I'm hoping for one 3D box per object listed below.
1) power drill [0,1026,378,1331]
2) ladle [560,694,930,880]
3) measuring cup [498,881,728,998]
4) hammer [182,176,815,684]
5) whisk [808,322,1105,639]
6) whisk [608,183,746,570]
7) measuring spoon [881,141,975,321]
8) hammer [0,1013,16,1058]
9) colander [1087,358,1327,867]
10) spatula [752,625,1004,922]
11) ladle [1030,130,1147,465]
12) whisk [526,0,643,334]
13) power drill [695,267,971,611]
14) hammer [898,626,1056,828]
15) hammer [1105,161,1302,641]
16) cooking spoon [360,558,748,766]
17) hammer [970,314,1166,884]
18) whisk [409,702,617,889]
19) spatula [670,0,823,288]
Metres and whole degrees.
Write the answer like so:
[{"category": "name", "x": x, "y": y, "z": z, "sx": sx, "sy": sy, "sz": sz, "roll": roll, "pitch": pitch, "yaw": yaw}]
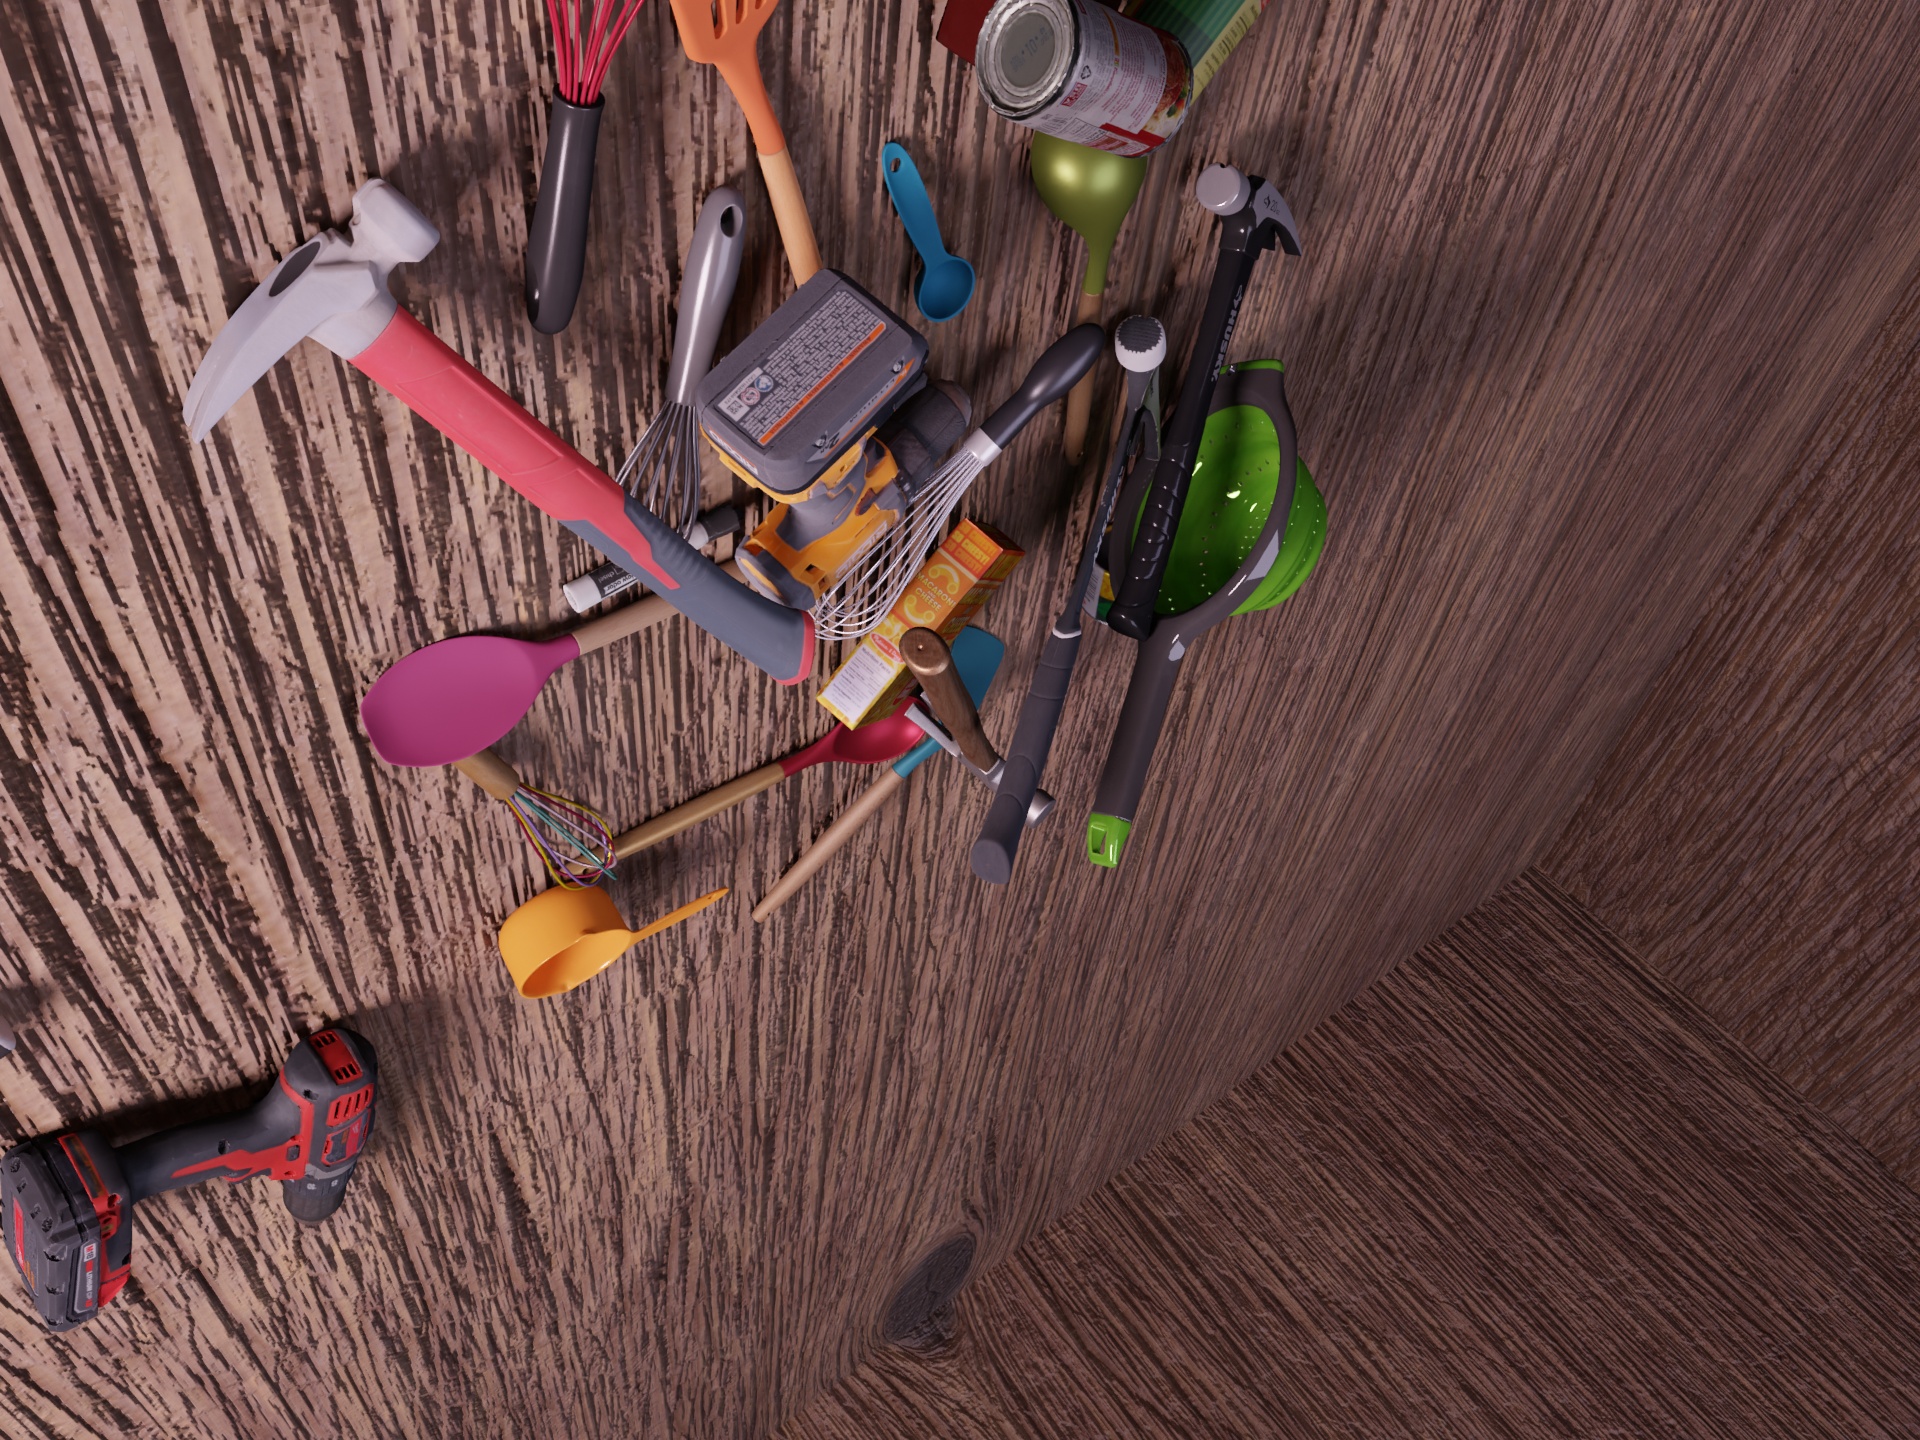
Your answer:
[{"category": "power drill", "x": -0.504, "y": 0.312, "z": 1.066, "sx": 0.226, "sy": 0.080, "sz": 0.187, "roll": -20, "pitch": 144, "yaw": -43}, {"category": "ladle", "x": -0.159, "y": 0.050, "z": 1.213, "sx": 0.315, "sy": 0.031, "sz": 0.069, "roll": -26, "pitch": 136, "yaw": -27}, {"category": "measuring cup", "x": -0.255, "y": 0.141, "z": 1.169, "sx": 0.173, "sy": 0.052, "sz": 0.095, "roll": -24, "pitch": 159, "yaw": -33}, {"category": "hammer", "x": -0.208, "y": -0.105, "z": 0.842, "sx": 0.143, "sy": 0.038, "sz": 0.385, "roll": -45, "pitch": 140, "yaw": 4}, {"category": "whisk", "x": -0.009, "y": -0.161, "z": 1.068, "sx": 0.284, "sy": 0.070, "sz": 0.070, "roll": -45, "pitch": 152, "yaw": 9}, {"category": "whisk", "x": -0.157, "y": -0.182, "z": 0.885, "sx": 0.055, "sy": 0.055, "sz": 0.238, "roll": -14, "pitch": 136, "yaw": -43}, {"category": "measuring spoon", "x": -0.026, "y": -0.291, "z": 0.941, "sx": 0.042, "sy": 0.021, "sz": 0.128, "roll": -39, "pitch": 143, "yaw": -8}, {"category": "hammer", "x": -0.599, "y": 0.129, "z": 0.731, "sx": 0.127, "sy": 0.034, "sz": 0.336, "roll": -38, "pitch": 152, "yaw": -13}, {"category": "colander", "x": 0.189, "y": -0.072, "z": 1.213, "sx": 0.094, "sy": 0.204, "sz": 0.397, "roll": 20, "pitch": 83, "yaw": -30}, {"category": "spatula", "x": -0.074, "y": 0.053, "z": 1.336, "sx": 0.317, "sy": 0.044, "sz": 0.082, "roll": -46, "pitch": 154, "yaw": 13}, {"category": "ladle", "x": 0.079, "y": -0.281, "z": 1.074, "sx": 0.078, "sy": 0.062, "sz": 0.320, "roll": -36, "pitch": 158, "yaw": -18}, {"category": "whisk", "x": -0.166, "y": -0.295, "z": 0.703, "sx": 0.073, "sy": 0.073, "sz": 0.295, "roll": -21, "pitch": 150, "yaw": -36}, {"category": "power drill", "x": -0.063, "y": -0.171, "z": 0.943, "sx": 0.185, "sy": 0.084, "sz": 0.226, "roll": -46, "pitch": 168, "yaw": -12}, {"category": "hammer", "x": -0.002, "y": -0.004, "z": 1.135, "sx": 0.031, "sy": 0.130, "sz": 0.331, "roll": -48, "pitch": 164, "yaw": -6}, {"category": "hammer", "x": 0.168, "y": -0.218, "z": 1.151, "sx": 0.146, "sy": 0.035, "sz": 0.334, "roll": -7, "pitch": 115, "yaw": -60}, {"category": "cooking spoon", "x": -0.217, "y": -0.057, "z": 0.985, "sx": 0.319, "sy": 0.017, "sz": 0.068, "roll": -29, "pitch": 107, "yaw": -31}, {"category": "hammer", "x": 0.080, "y": -0.079, "z": 1.135, "sx": 0.149, "sy": 0.036, "sz": 0.409, "roll": 68, "pitch": 38, "yaw": -68}, {"category": "whisk", "x": -0.286, "y": 0.055, "z": 1.035, "sx": 0.047, "sy": 0.051, "sz": 0.244, "roll": -36, "pitch": 149, "yaw": -3}, {"category": "spatula", "x": -0.089, "y": -0.280, "z": 0.840, "sx": 0.081, "sy": 0.041, "sz": 0.322, "roll": -43, "pitch": 154, "yaw": -15}]
